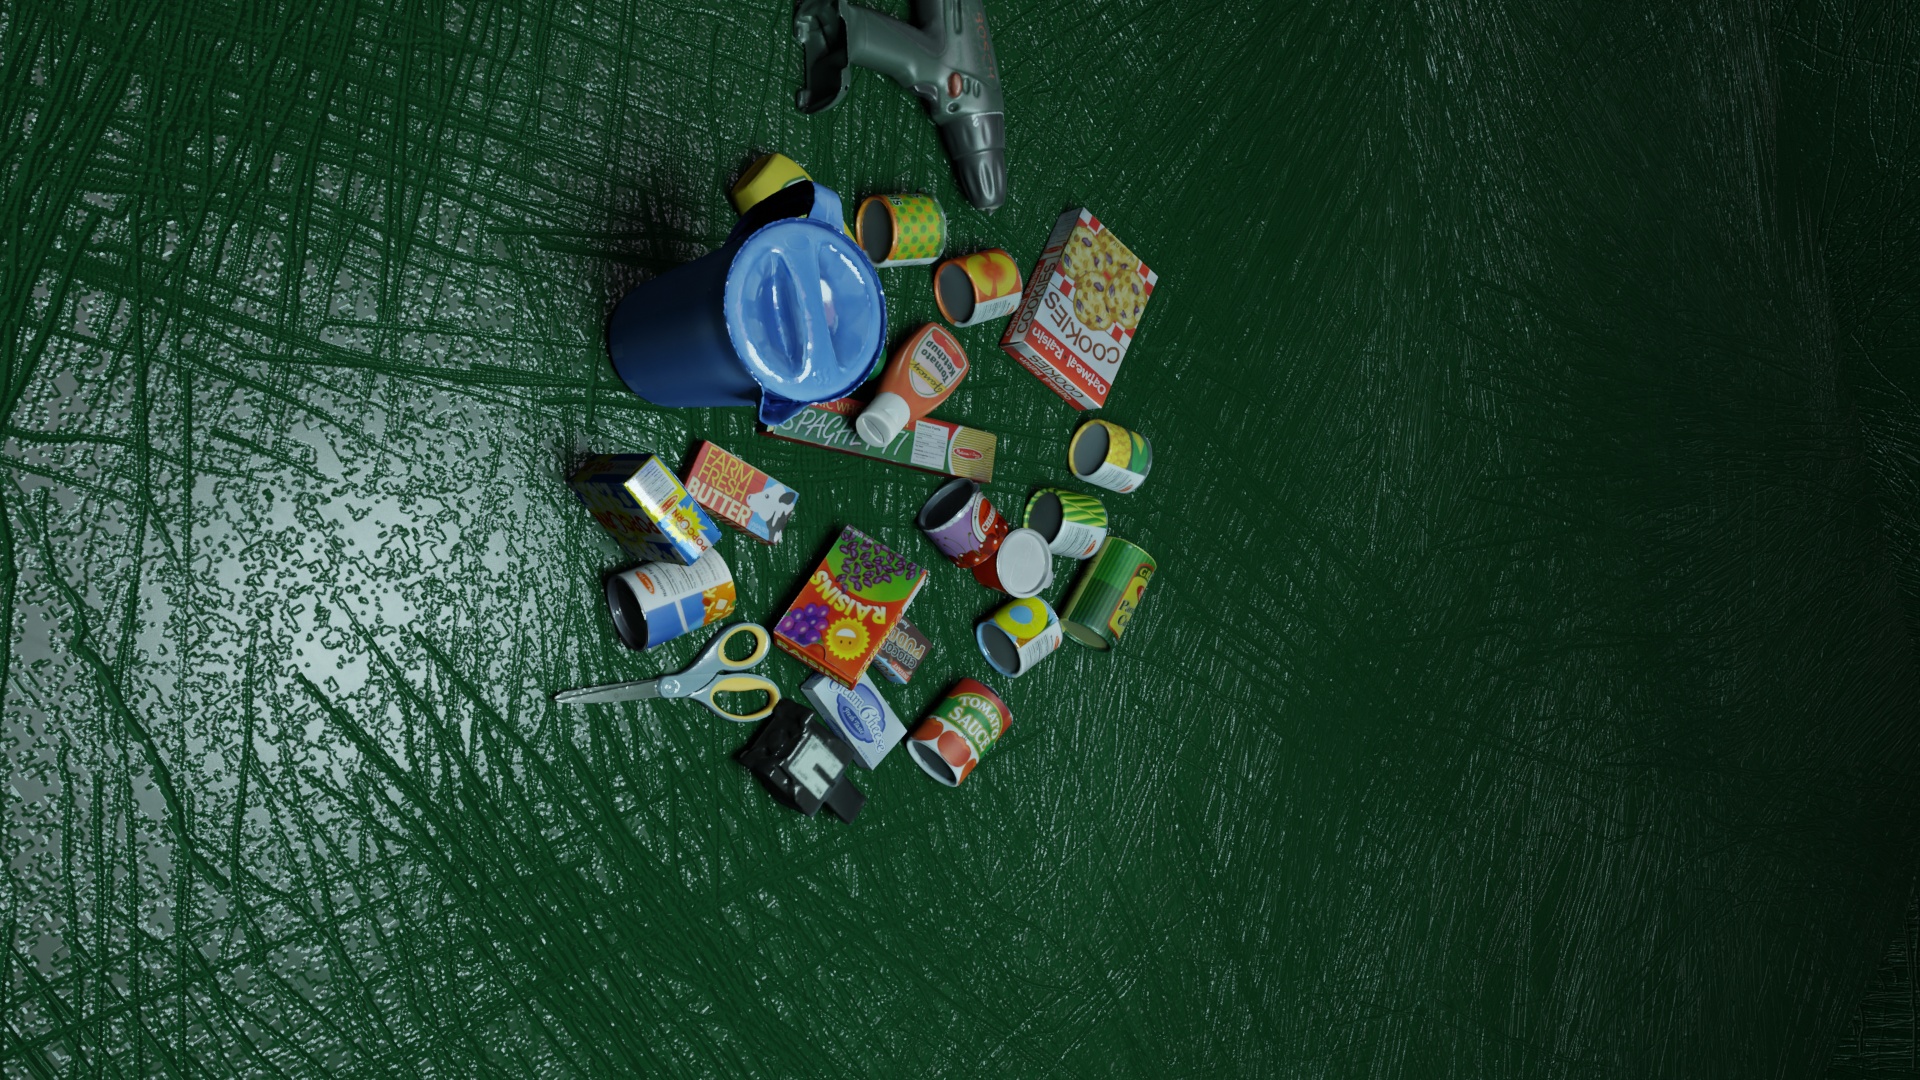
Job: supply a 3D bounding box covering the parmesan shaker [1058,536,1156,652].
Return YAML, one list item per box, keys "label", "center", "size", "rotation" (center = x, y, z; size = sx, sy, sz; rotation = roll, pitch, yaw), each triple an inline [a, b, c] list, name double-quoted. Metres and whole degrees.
- label: "parmesan shaker"
  center: [0.150, 0.057, 1.434]
  size: [0.071, 0.071, 0.103]
  rotation: [42, 68, -30]

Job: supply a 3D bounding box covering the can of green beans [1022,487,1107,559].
- label: "can of green beans"
  center: [0.104, -0.017, 1.396]
  size: [0.058, 0.071, 0.071]
  rotation: [11, 84, -36]

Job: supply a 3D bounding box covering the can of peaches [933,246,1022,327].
- label: "can of peaches"
  center: [0.015, -0.244, 1.328]
  size: [0.058, 0.071, 0.071]
  rotation: [-23, 104, -34]

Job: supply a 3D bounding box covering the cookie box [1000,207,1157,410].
- label: "cookie box"
  center: [0.123, -0.235, 1.425]
  size: [0.123, 0.040, 0.168]
  rotation: [35, 69, -32]

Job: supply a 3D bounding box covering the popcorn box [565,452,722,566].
- label: "popcorn box"
  center: [-0.250, -0.026, 1.091]
  size: [0.038, 0.126, 0.085]
  rotation: [-47, 117, -23]

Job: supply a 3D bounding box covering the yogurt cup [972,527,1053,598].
- label: "yogurt cup"
  center: [0.048, 0.021, 1.361]
  size: [0.072, 0.054, 0.072]
  rotation: [-1, 91, -37]

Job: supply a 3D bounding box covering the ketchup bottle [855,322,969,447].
- label: "ketchup bottle"
  center: [-0.047, -0.139, 1.266]
  size: [0.064, 0.043, 0.149]
  rotation: [50, 43, -15]

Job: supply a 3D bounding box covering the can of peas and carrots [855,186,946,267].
- label: "can of peas and carrots"
  center: [-0.055, -0.287, 1.272]
  size: [0.059, 0.071, 0.071]
  rotation: [-13, 98, -36]

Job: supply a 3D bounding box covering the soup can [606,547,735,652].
- label: "soup can"
  center: [-0.238, 0.048, 1.141]
  size: [0.084, 0.071, 0.071]
  rotation: [-22, 104, -35]

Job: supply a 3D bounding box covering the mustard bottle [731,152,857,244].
- label: "mustard bottle"
  center: [-0.128, -0.267, 1.228]
  size: [0.160, 0.049, 0.065]
  rotation: [44, 67, -29]

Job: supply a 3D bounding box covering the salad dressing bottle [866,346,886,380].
- label: "salad dressing bottle"
  center: [-0.133, -0.185, 1.228]
  size: [0.147, 0.044, 0.064]
  rotation: [23, 76, -35]

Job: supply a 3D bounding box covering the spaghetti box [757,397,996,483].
- label: "spaghetti box"
  center: [-0.073, -0.098, 1.284]
  size: [0.250, 0.028, 0.050]
  rotation: [11, 84, -37]

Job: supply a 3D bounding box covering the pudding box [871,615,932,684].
- label: "pudding box"
  center: [-0.071, 0.089, 1.287]
  size: [0.083, 0.030, 0.050]
  rotation: [48, 65, -27]

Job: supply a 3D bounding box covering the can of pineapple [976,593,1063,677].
- label: "can of pineapple"
  center: [0.056, 0.092, 1.363]
  size: [0.058, 0.071, 0.071]
  rotation: [-33, 110, -32]

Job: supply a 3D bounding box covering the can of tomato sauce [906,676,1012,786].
- label: "can of tomato sauce"
  center: [0.000, 0.181, 1.317]
  size: [0.083, 0.071, 0.071]
  rotation: [-47, 117, -26]

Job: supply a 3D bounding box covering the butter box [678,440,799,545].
- label: "butter box"
  center: [-0.193, -0.041, 1.197]
  size: [0.103, 0.024, 0.053]
  rotation: [31, 72, -34]

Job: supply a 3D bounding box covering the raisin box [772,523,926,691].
- label: "raisin box"
  center: [-0.098, 0.060, 1.235]
  size: [0.086, 0.040, 0.124]
  rotation: [31, 68, 6]

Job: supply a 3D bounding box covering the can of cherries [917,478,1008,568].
- label: "can of cherries"
  center: [0.005, -0.017, 1.318]
  size: [0.058, 0.071, 0.072]
  rotation: [49, 64, -27]

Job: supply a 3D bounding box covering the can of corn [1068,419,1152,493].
- label: "can of corn"
  center: [0.154, -0.089, 1.434]
  size: [0.058, 0.071, 0.071]
  rotation: [16, 81, -36]

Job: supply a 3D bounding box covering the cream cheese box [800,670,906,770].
- label: "cream cheese box"
  center: [-0.097, 0.155, 1.272]
  size: [0.053, 0.024, 0.103]
  rotation: [-47, 117, -29]
